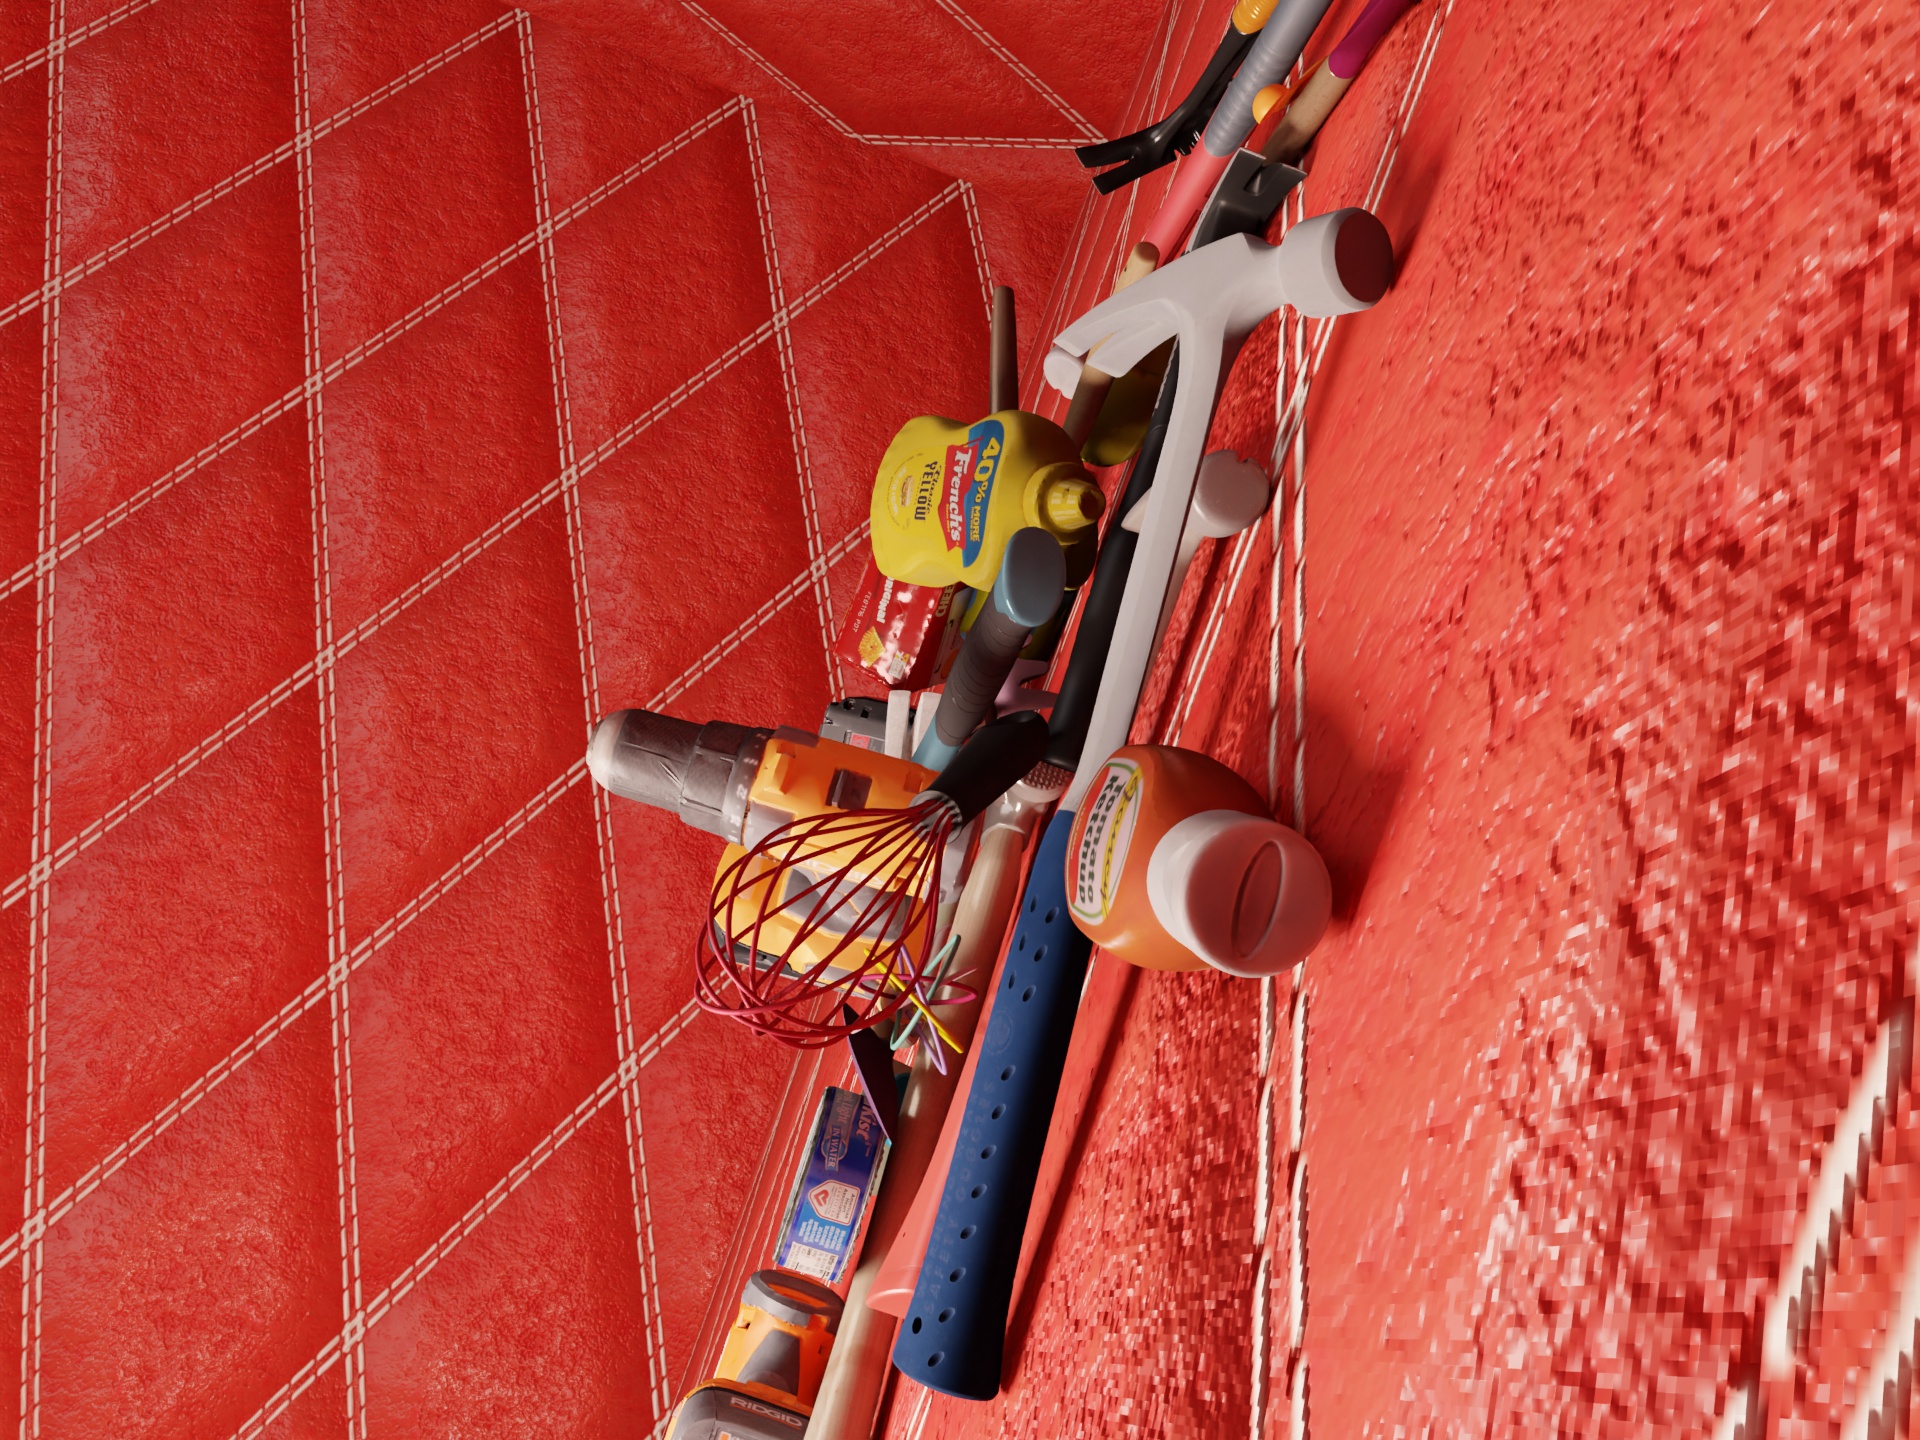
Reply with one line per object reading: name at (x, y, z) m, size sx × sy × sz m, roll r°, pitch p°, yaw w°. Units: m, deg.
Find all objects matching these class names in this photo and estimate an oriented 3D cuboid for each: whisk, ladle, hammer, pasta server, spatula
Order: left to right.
spatula at (-0.041, 0.160, 0.793) m, size 0.316 × 0.018 × 0.060 m, roll 102°, pitch 145°, yaw -84°
whisk at (-0.024, 0.117, 0.685) m, size 0.245 × 0.047 × 0.051 m, roll 118°, pitch 170°, yaw -80°
whisk at (-0.017, 0.044, 0.608) m, size 0.073 × 0.073 × 0.296 m, roll -68°, pitch -12°, yaw 23°
hammer at (-0.021, 0.207, 0.780) m, size 0.146 × 0.038 × 0.411 m, roll 115°, pitch 173°, yaw -62°
whisk at (-0.006, 0.101, 1.044) m, size 0.057 × 0.059 × 0.246 m, roll 6°, pitch -77°, yaw -57°
hammer at (-0.001, -0.003, 0.861) m, size 0.331 × 0.033 × 0.128 m, roll 119°, pitch 152°, yaw -62°
pasta server at (0.033, -0.116, 0.924) m, size 0.060 × 0.040 × 0.316 m, roll 117°, pitch 155°, yaw -67°
hammer at (0.039, 0.068, 0.650) m, size 0.149 × 0.036 × 0.359 m, roll 154°, pitch 136°, yaw -84°
hammer at (0.044, 0.023, 0.556) m, size 0.144 × 0.035 × 0.405 m, roll 5°, pitch 77°, yaw 56°
ladle at (0.078, -0.163, 0.891) m, size 0.320 × 0.062 × 0.078 m, roll 112°, pitch 172°, yaw -69°
hammer at (0.098, -0.127, 0.789) m, size 0.146 × 0.035 × 0.335 m, roll 121°, pitch 168°, yaw -72°
hammer at (0.153, -0.330, 0.892) m, size 0.143 × 0.038 × 0.386 m, roll -52°, pitch -1°, yaw -26°
hammer at (0.166, -0.398, 0.860) m, size 0.127 × 0.034 × 0.337 m, roll -29°, pitch -3°, yaw -16°

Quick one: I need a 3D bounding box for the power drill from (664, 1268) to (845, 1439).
power drill at (-0.118, 0.402, 0.842) m, size 0.226 × 0.084 × 0.164 m, roll 109°, pitch 180°, yaw -86°

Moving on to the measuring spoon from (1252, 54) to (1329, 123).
measuring spoon at (0.162, -0.311, 0.773) m, size 0.021 × 0.011 × 0.117 m, roll -47°, pitch 2°, yaw 39°

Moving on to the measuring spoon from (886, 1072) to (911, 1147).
measuring spoon at (-0.040, 0.245, 0.824) m, size 0.021 × 0.042 × 0.129 m, roll -17°, pitch 47°, yaw 34°

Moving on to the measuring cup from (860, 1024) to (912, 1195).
measuring cup at (-0.034, 0.216, 0.937) m, size 0.168 × 0.038 × 0.083 m, roll -54°, pitch -15°, yaw -68°

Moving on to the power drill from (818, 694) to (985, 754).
power drill at (-0.038, 0.051, 1.133) m, size 0.219 × 0.078 × 0.143 m, roll 2°, pitch -79°, yaw -76°

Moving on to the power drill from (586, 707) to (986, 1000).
power drill at (-0.089, 0.066, 0.808) m, size 0.226 × 0.185 × 0.084 m, roll 105°, pitch 180°, yaw -66°

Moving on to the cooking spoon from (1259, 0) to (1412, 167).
cooking spoon at (0.170, -0.294, 0.739) m, size 0.069 × 0.017 × 0.319 m, roll -55°, pitch 3°, yaw -5°
